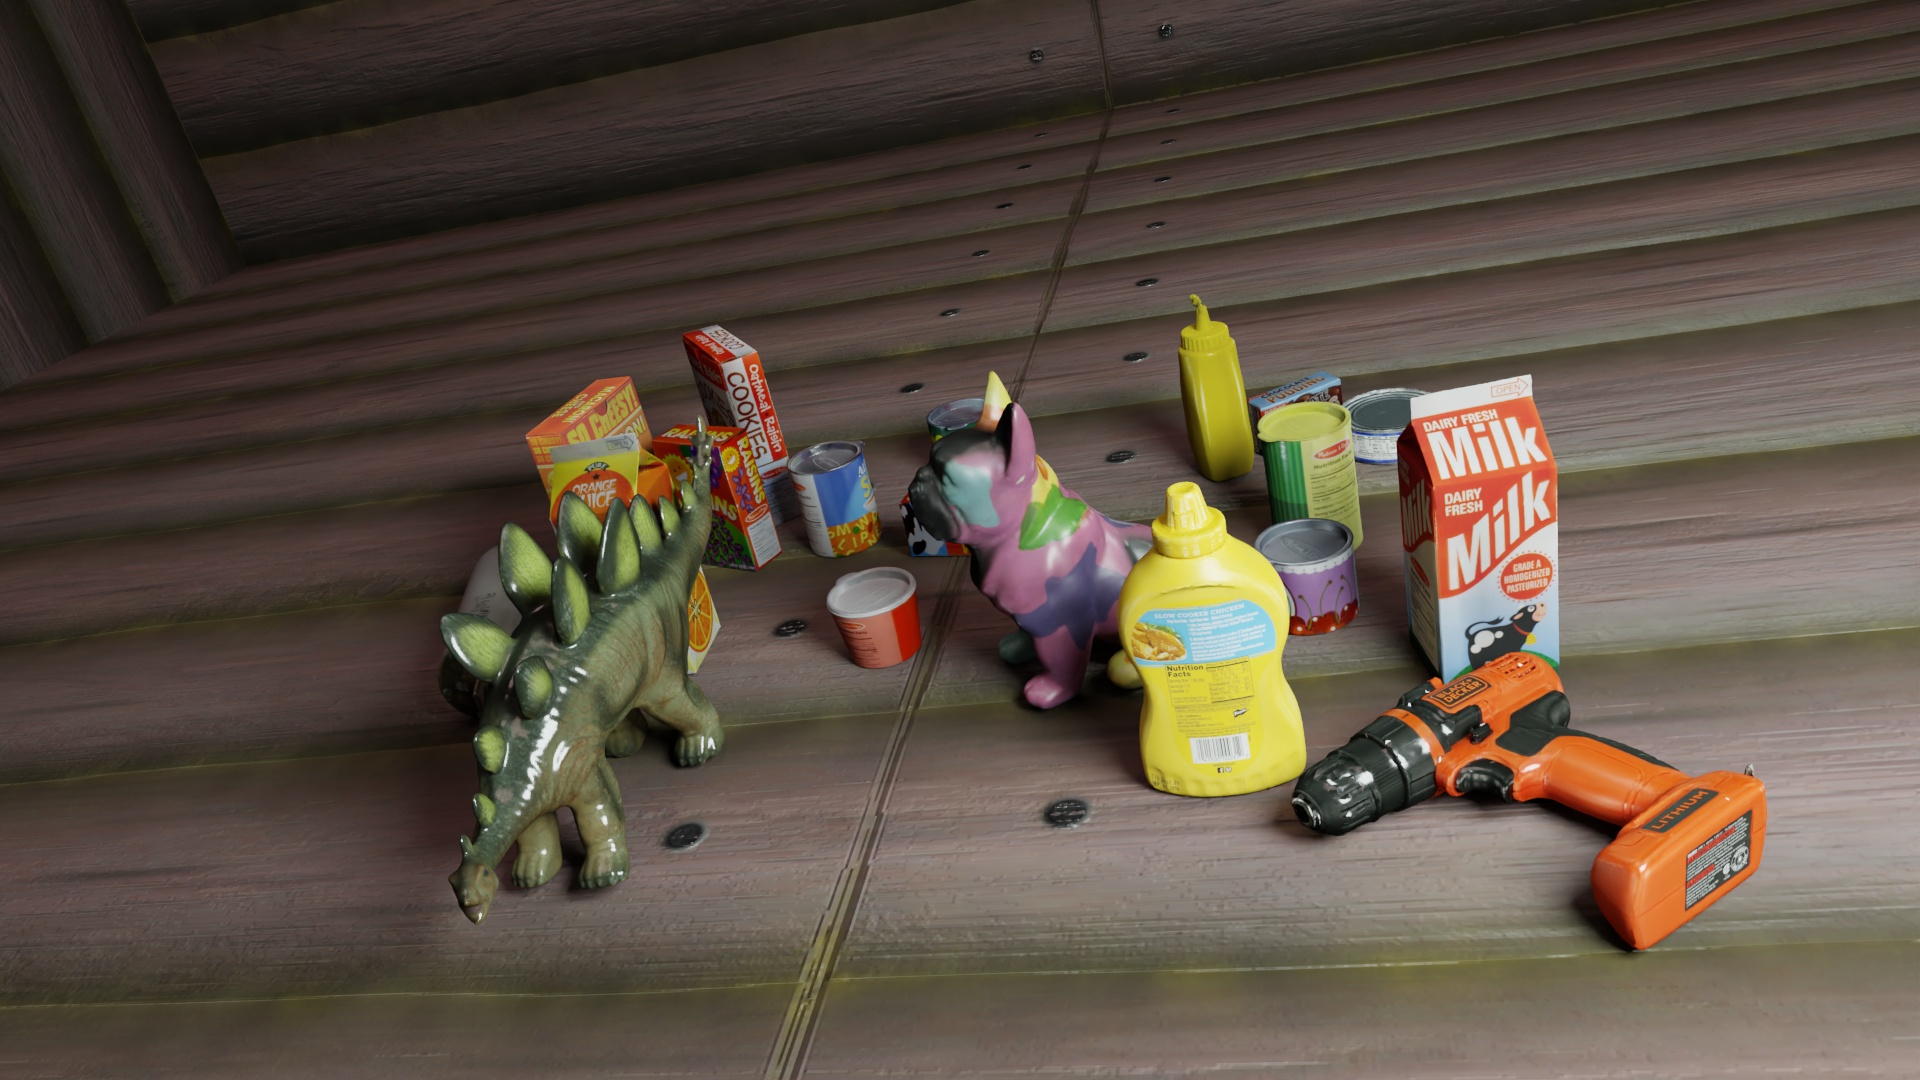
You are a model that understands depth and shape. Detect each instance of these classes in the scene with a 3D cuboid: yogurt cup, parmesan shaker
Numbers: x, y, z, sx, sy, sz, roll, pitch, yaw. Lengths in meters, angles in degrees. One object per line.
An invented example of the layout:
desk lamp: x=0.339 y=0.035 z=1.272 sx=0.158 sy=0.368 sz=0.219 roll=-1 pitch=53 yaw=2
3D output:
yogurt cup: x=-0.061 y=0.059 z=1.036 sx=0.072 sy=0.053 sz=0.073 roll=-11 pitch=26 yaw=5
parmesan shaker: x=0.258 y=-0.042 z=1.033 sx=0.071 sy=0.102 sz=0.071 roll=-11 pitch=26 yaw=5

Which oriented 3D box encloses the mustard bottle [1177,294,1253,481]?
mustard bottle: x=0.211 y=-0.131 z=1.164 sx=0.049 sy=0.159 sz=0.065 roll=-15 pitch=26 yaw=-4

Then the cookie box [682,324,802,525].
cookie box: x=-0.207 y=-0.110 z=1.310 sx=0.040 sy=0.166 sz=0.123 roll=-23 pitch=28 yaw=-19

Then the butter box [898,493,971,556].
butter box: x=0.004 y=-0.014 z=1.152 sx=0.103 sy=0.053 sz=0.024 roll=-1 pitch=29 yaw=23

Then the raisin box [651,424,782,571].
raisin box: x=-0.213 y=-0.039 z=1.222 sx=0.086 sy=0.123 sz=0.040 roll=7 pitch=33 yaw=36

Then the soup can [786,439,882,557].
soup can: x=-0.106 y=-0.037 z=1.214 sx=0.071 sy=0.083 sz=0.071 roll=-11 pitch=26 yaw=5

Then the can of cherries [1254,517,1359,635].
can of cherries: x=0.237 y=0.025 z=0.959 sx=0.071 sy=0.058 sz=0.072 roll=-11 pitch=26 yaw=5

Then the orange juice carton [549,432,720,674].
orange juice carton: x=-0.253 y=0.009 z=1.069 sx=0.072 sy=0.191 sz=0.073 roll=-8 pitch=27 yaw=12

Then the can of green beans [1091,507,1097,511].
can of green beans: x=0.079 y=0.013 z=1.058 sx=0.071 sy=0.057 sz=0.071 roll=-11 pitch=26 yaw=5

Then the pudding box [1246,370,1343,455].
pudding box: x=0.292 y=-0.111 z=1.212 sx=0.084 sy=0.049 sz=0.030 roll=-21 pitch=27 yaw=-15

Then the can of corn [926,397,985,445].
can of corn: x=0.006 y=-0.094 z=1.302 sx=0.071 sy=0.058 sz=0.071 roll=-11 pitch=26 yaw=5

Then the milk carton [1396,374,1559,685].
milk carton: x=0.311 y=-0.006 z=0.837 sx=0.072 sy=0.189 sz=0.074 roll=-11 pitch=26 yaw=4

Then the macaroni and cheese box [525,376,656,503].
macaroni and cheese box: x=-0.309 y=-0.045 z=1.232 sx=0.040 sy=0.165 sz=0.124 roll=-3 pitch=28 yaw=20
